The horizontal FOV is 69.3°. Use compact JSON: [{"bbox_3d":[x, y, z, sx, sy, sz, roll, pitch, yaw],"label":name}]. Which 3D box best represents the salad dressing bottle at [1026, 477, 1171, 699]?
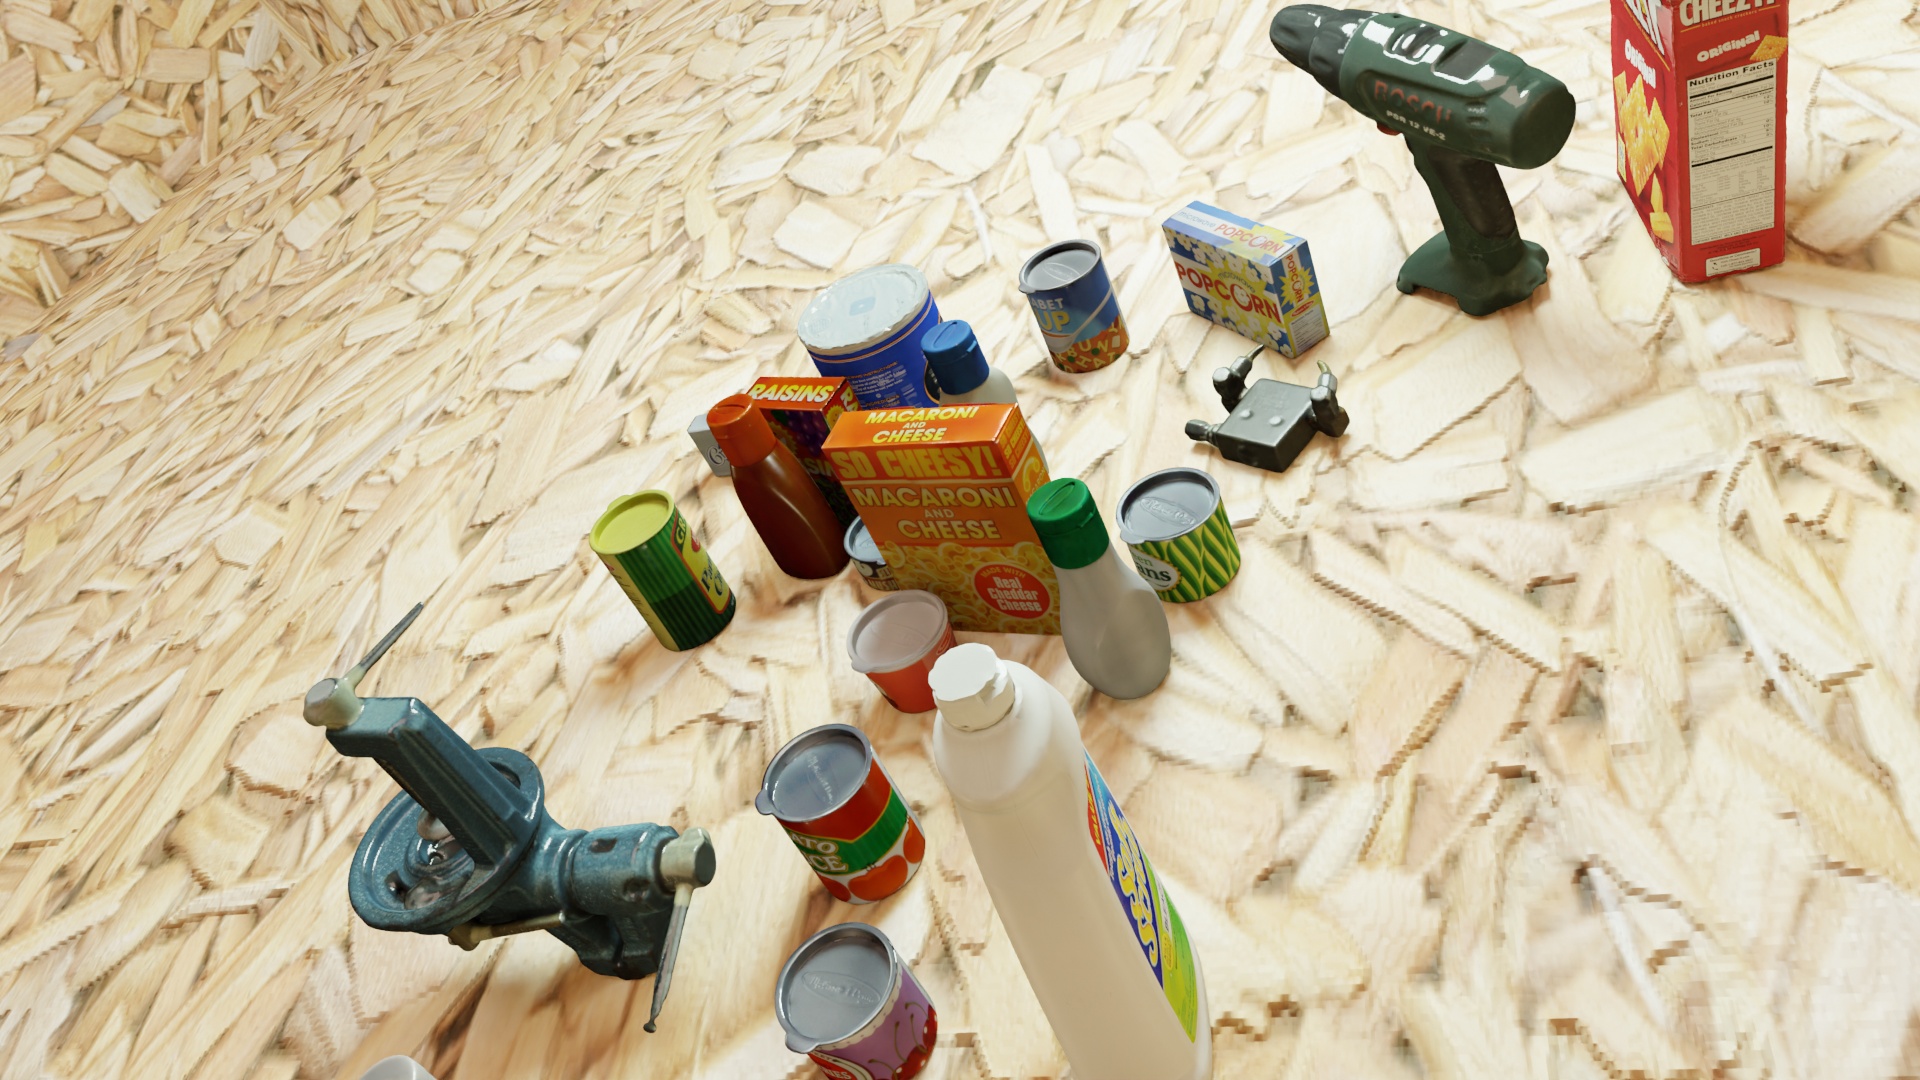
[{"bbox_3d":[0.079,0.029,0.796,0.064,0.147,0.044,-43,41,-20],"label":"salad dressing bottle"}]

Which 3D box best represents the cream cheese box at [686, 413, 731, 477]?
[{"bbox_3d":[-0.168,-0.084,1.145,0.104,0.053,0.024,-7,42,23],"label":"cream cheese box"}]

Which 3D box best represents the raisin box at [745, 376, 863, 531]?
[{"bbox_3d":[-0.100,-0.063,1.024,0.086,0.123,0.040,6,48,35],"label":"raisin box"}]

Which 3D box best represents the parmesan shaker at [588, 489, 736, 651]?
[{"bbox_3d":[-0.215,0.021,1.008,0.071,0.102,0.072,-16,39,13],"label":"parmesan shaker"}]

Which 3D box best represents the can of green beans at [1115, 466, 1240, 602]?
[{"bbox_3d":[0.137,-0.003,0.873,0.071,0.057,0.071,-16,39,13],"label":"can of green beans"}]

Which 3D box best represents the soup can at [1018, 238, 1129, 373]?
[{"bbox_3d":[0.088,-0.181,1.087,0.071,0.083,0.072,-16,39,13],"label":"soup can"}]

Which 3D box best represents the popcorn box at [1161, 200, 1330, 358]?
[{"bbox_3d":[0.211,-0.196,1.034,0.038,0.085,0.127,-36,39,-12],"label":"popcorn box"}]

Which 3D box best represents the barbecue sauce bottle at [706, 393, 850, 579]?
[{"bbox_3d":[-0.132,-0.037,0.992,0.065,0.148,0.044,5,47,34],"label":"barbecue sauce bottle"}]

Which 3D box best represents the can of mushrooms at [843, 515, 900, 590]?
[{"bbox_3d":[-0.047,0.004,0.990,0.071,0.033,0.071,-16,39,13],"label":"can of mushrooms"}]

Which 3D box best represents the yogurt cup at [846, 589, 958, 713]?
[{"bbox_3d":[-0.032,0.073,0.884,0.072,0.053,0.073,-16,39,13],"label":"yogurt cup"}]

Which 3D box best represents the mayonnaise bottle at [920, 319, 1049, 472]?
[{"bbox_3d":[0.016,-0.084,0.963,0.041,0.147,0.065,8,49,37],"label":"mayonnaise bottle"}]

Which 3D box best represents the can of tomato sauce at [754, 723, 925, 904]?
[{"bbox_3d":[-0.066,0.156,0.782,0.071,0.082,0.071,-16,39,13],"label":"can of tomato sauce"}]

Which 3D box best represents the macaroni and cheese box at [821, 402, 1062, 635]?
[{"bbox_3d":[0.003,-0.011,0.870,0.123,0.165,0.040,0,45,30],"label":"macaroni and cheese box"}]

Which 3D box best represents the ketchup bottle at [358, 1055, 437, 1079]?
[{"bbox_3d":[-0.231,0.297,0.659,0.064,0.148,0.044,-14,39,16],"label":"ketchup bottle"}]

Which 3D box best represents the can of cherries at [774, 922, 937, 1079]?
[{"bbox_3d":[-0.053,0.239,0.699,0.071,0.058,0.072,-16,39,13],"label":"can of cherries"}]
